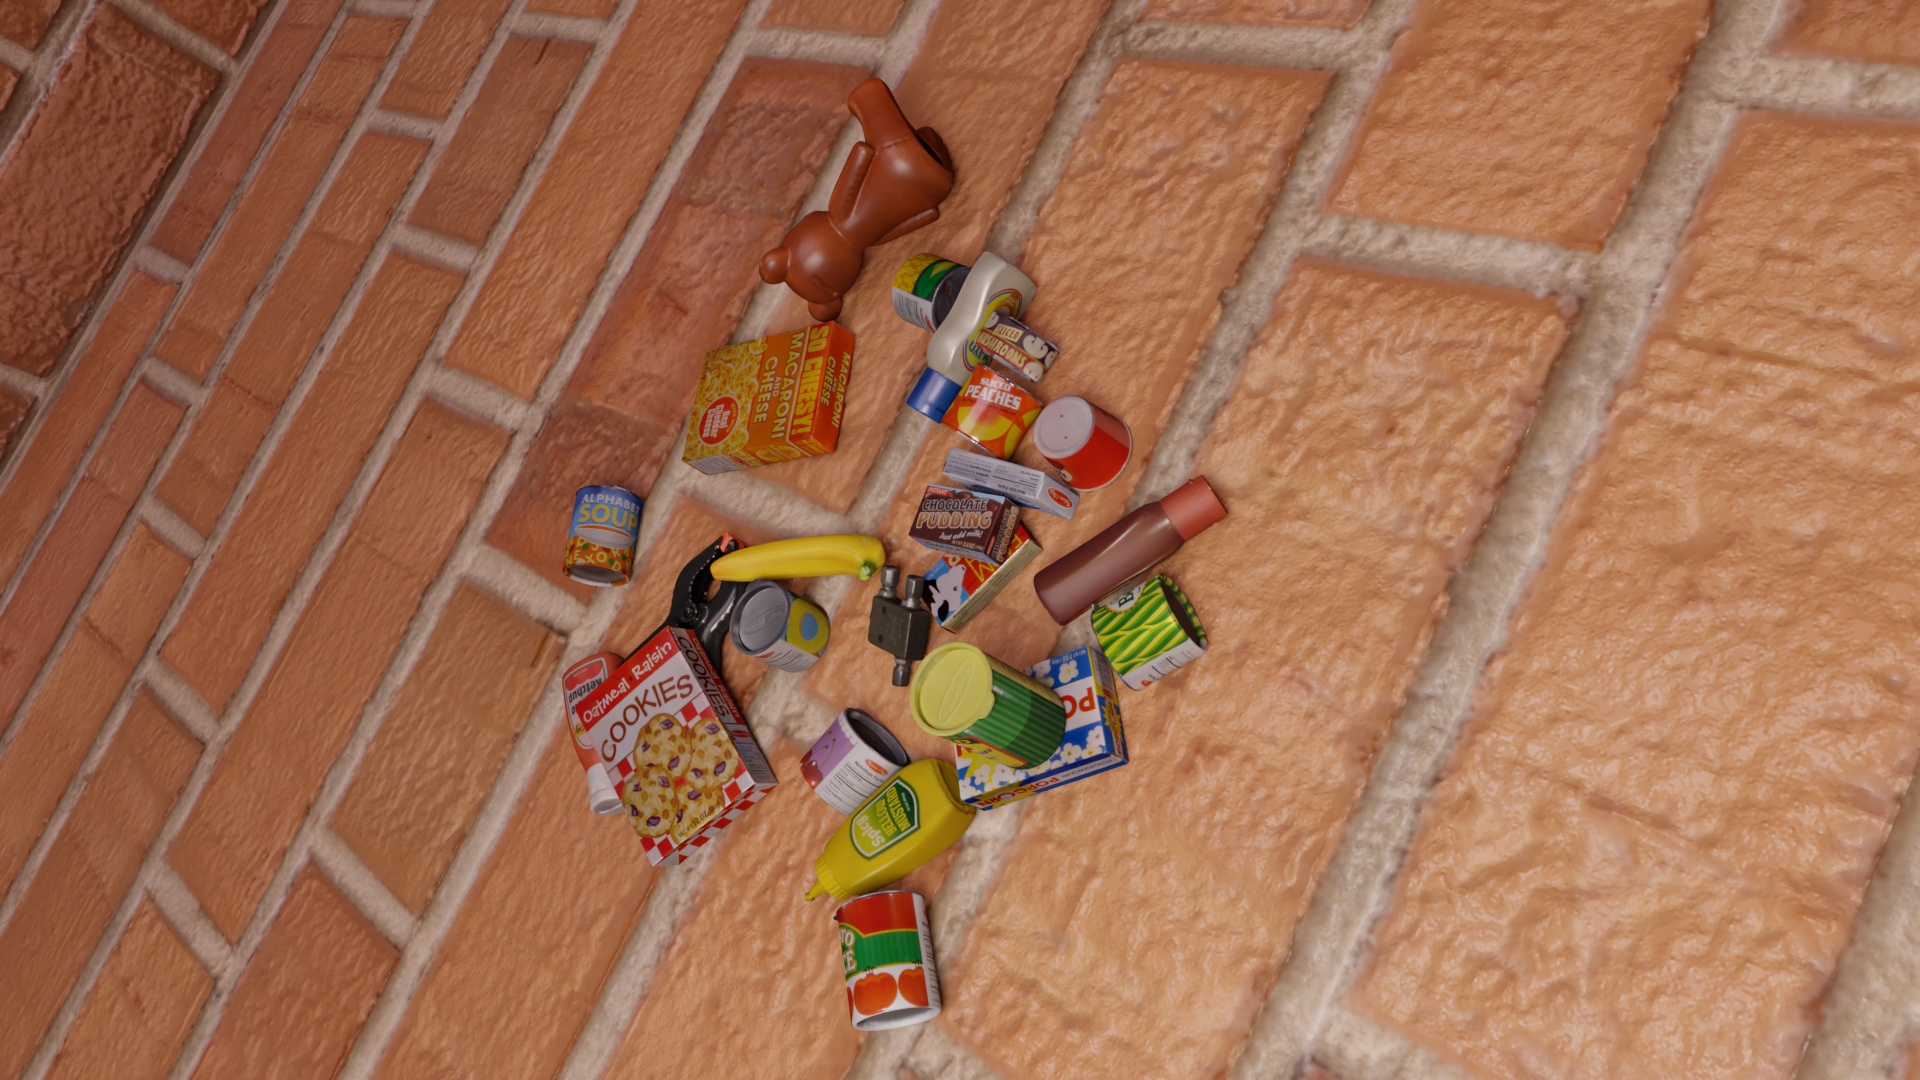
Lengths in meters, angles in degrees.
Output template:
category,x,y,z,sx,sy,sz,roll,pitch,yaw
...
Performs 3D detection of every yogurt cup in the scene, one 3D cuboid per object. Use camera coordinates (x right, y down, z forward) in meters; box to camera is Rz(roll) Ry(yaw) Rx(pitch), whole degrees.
category,x,y,z,sx,sy,sz,roll,pitch,yaw
yogurt cup,0.094,-0.079,1.094,0.072,0.054,0.072,-15,61,29

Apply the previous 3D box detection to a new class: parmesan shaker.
category,x,y,z,sx,sy,sz,roll,pitch,yaw
parmesan shaker,0.023,0.118,0.966,0.071,0.103,0.071,-16,60,30

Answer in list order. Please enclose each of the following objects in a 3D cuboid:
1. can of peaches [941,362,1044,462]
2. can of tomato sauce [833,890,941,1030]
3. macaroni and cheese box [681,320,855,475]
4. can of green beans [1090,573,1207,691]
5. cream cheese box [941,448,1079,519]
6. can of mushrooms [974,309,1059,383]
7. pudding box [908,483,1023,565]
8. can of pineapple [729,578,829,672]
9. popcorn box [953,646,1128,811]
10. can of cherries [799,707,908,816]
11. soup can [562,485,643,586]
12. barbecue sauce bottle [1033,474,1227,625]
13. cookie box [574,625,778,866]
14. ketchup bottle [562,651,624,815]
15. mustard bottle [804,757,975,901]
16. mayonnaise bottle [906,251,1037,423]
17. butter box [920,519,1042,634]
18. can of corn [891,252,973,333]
category,x,y,z,sx,sy,sz,roll,pitch,yaw
can of peaches,0.026,-0.105,1.144,0.071,0.071,0.058,35,92,41
can of tomato sauce,-0.054,0.305,1.007,0.071,0.071,0.083,-26,56,23
macaroni and cheese box,-0.183,-0.135,1.328,0.166,0.040,0.124,-7,65,34
can of green beans,0.134,0.065,0.988,0.057,0.071,0.071,-32,54,19
cream cheese box,0.040,-0.046,1.117,0.104,0.053,0.024,17,82,40
can of mushrooms,0.046,-0.161,1.157,0.071,0.071,0.033,36,94,41
pudding box,0.004,-0.014,1.109,0.084,0.030,0.050,13,76,40
can of pineapple,-0.155,0.073,1.196,0.071,0.058,0.071,-15,61,29
popcorn box,0.056,0.140,1.027,0.126,0.038,0.085,-23,57,25
can of cherries,-0.085,0.174,1.095,0.058,0.071,0.072,-49,50,8
soup can,-0.351,-0.005,1.367,0.071,0.071,0.084,-11,64,32
barbecue sauce bottle,0.126,0.006,1.030,0.148,0.065,0.043,-34,97,11
cookie box,-0.249,0.176,1.200,0.122,0.040,0.168,-40,66,14
ketchup bottle,-0.330,0.179,1.281,0.064,0.043,0.149,-28,55,15
mustard bottle,-0.063,0.232,1.061,0.160,0.048,0.065,-40,50,13
mayonnaise bottle,0.006,-0.172,1.198,0.041,0.064,0.148,34,94,37
butter box,0.014,0.022,1.122,0.103,0.024,0.053,-45,51,10
can of corn,-0.017,-0.219,1.233,0.058,0.071,0.071,29,87,41
